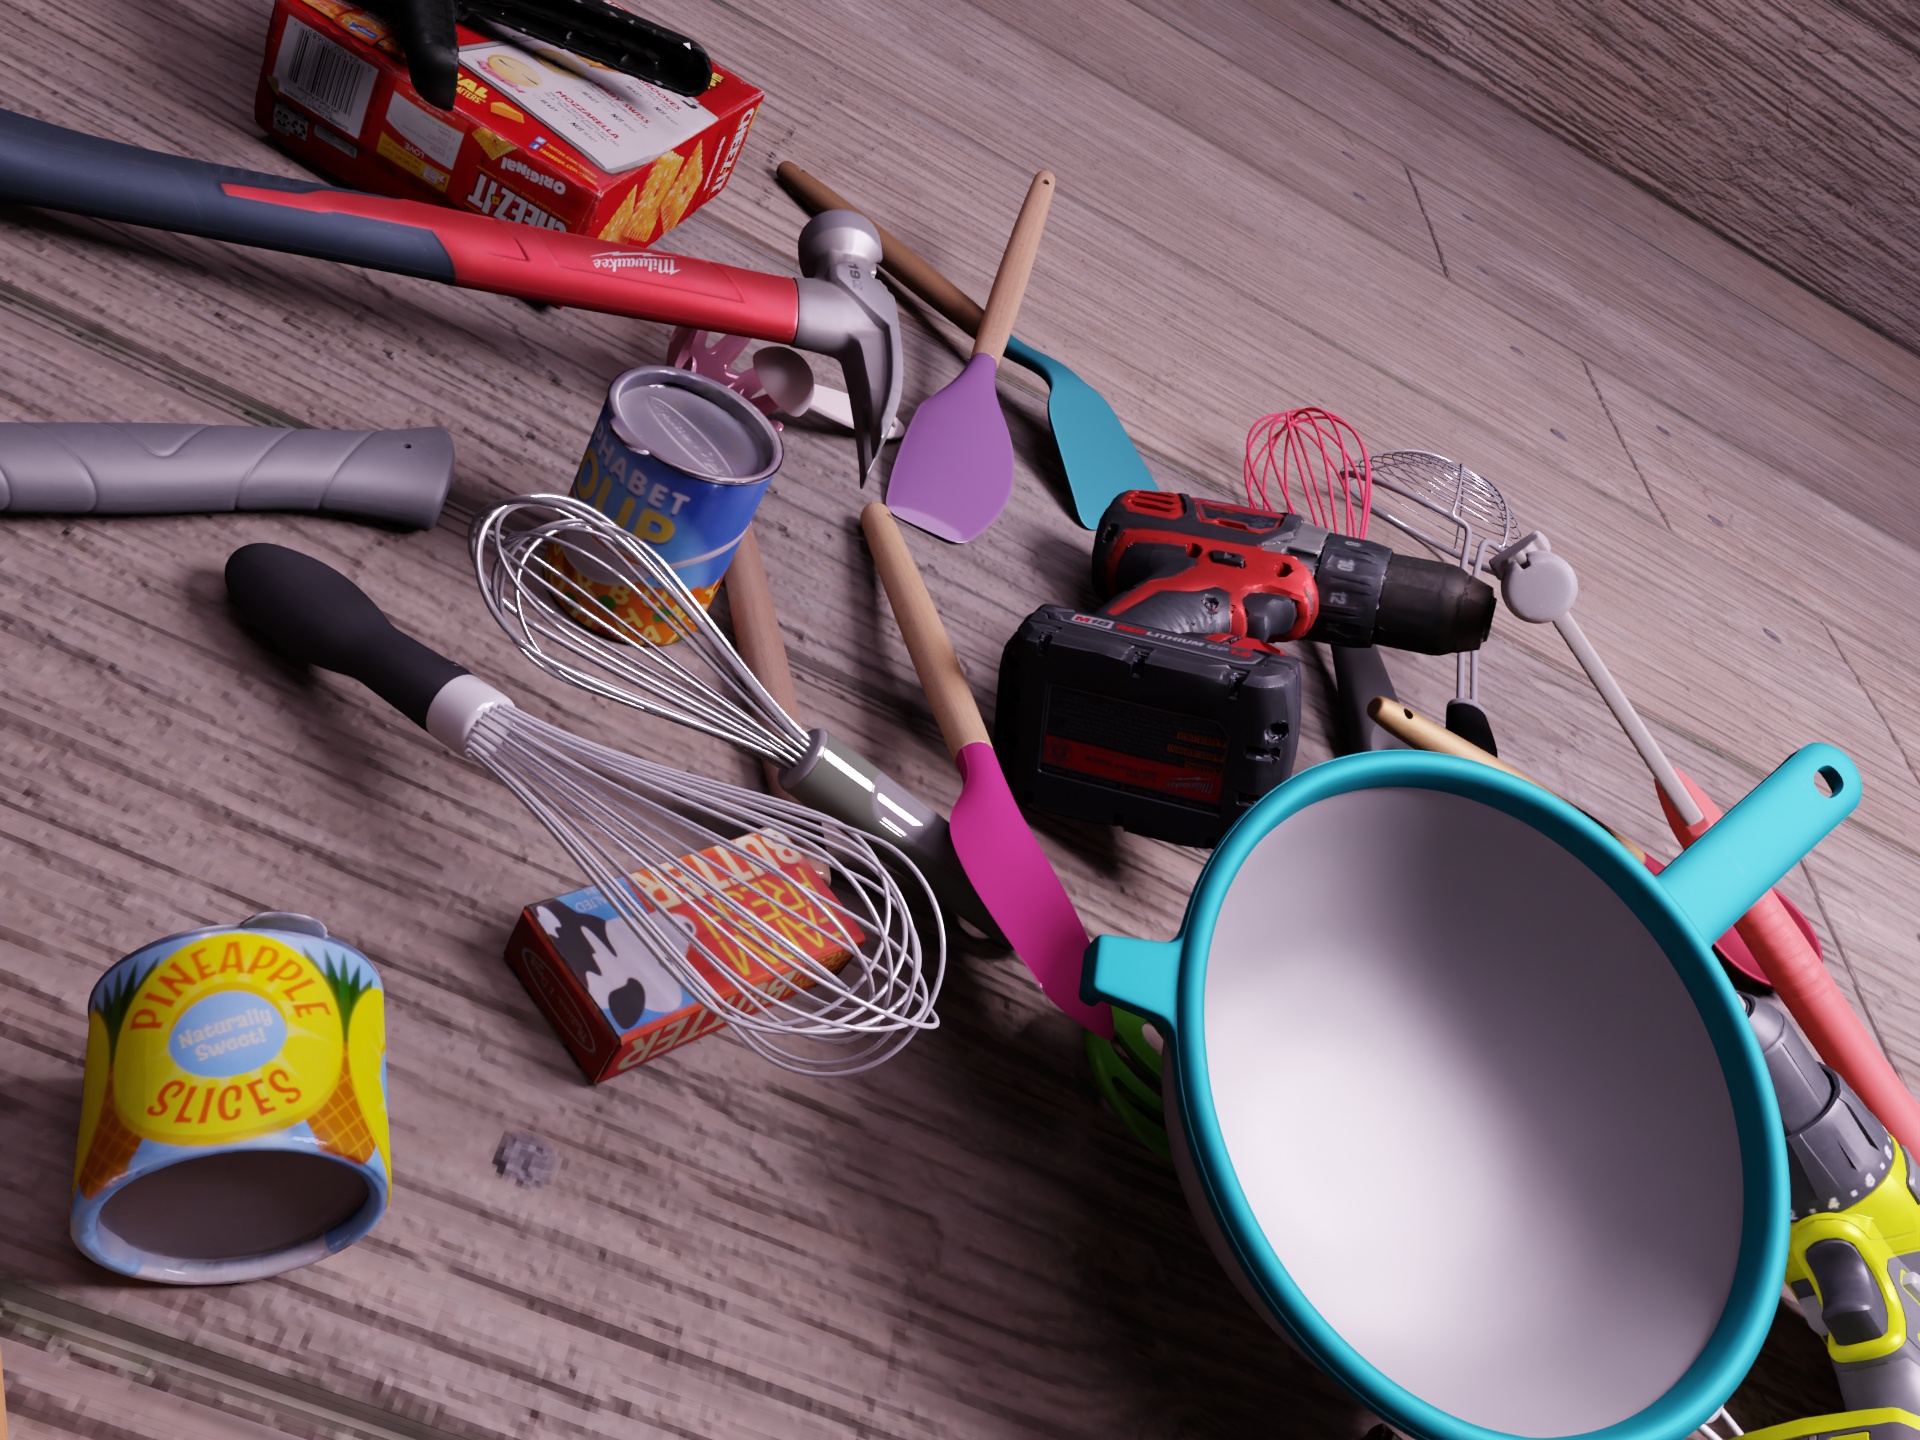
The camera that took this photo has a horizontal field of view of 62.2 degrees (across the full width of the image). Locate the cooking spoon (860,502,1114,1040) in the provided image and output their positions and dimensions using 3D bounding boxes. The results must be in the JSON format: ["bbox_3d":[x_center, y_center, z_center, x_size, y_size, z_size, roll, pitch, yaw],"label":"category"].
[{"bbox_3d":[-0.001,-0.002,0.609,0.068,0.017,0.319,40,17,-36],"label":"cooking spoon"}]

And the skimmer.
[{"bbox_3d":[0.260,-0.030,0.879,0.127,0.090,0.364,30,45,-13],"label":"skimmer"}]

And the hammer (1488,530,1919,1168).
[{"bbox_3d":[0.360,0.068,0.750,0.359,0.036,0.149,57,20,3],"label":"hammer"}]

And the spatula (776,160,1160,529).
[{"bbox_3d":[-0.005,-0.224,0.905,0.318,0.044,0.082,44,37,22],"label":"spatula"}]

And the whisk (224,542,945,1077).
[{"bbox_3d":[-0.122,0.015,0.474,0.285,0.070,0.070,30,33,21],"label":"whisk"}]

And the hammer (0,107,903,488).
[{"bbox_3d":[-0.211,-0.179,0.627,0.386,0.038,0.143,6,53,-20],"label":"hammer"}]

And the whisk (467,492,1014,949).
[{"bbox_3d":[-0.058,0.007,0.530,0.246,0.059,0.058,38,44,-24],"label":"whisk"}]

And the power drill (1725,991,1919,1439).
[{"bbox_3d":[0.303,0.216,0.535,0.190,0.080,0.228,55,32,-7],"label":"power drill"}]

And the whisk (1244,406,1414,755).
[{"bbox_3d":[0.203,-0.071,0.860,0.073,0.073,0.296,17,45,-22],"label":"whisk"}]

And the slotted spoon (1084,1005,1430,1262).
[{"bbox_3d":[0.162,0.195,0.540,0.314,0.031,0.070,40,43,5],"label":"slotted spoon"}]

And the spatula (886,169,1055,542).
[{"bbox_3d":[0.020,-0.206,0.855,0.059,0.018,0.316,23,50,-9],"label":"spatula"}]

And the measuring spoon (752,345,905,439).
[{"bbox_3d":[-0.055,-0.154,0.754,0.124,0.018,0.034,4,58,-61],"label":"measuring spoon"}]

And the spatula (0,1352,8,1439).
[{"bbox_3d":[-0.195,0.139,0.313,0.081,0.041,0.323,-1,47,-38],"label":"spatula"}]

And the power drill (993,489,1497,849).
[{"bbox_3d":[0.127,-0.032,0.689,0.188,0.080,0.227,13,30,17],"label":"power drill"}]

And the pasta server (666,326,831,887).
[{"bbox_3d":[-0.082,-0.064,0.642,0.060,0.040,0.317,33,29,-43],"label":"pasta server"}]

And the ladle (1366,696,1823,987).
[{"bbox_3d":[0.314,0.060,0.780,0.315,0.031,0.069,27,47,-24],"label":"ladle"}]

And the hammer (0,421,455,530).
[{"bbox_3d":[-0.339,-0.075,0.458,0.408,0.036,0.149,-8,52,-44],"label":"hammer"}]

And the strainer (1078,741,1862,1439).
[{"bbox_3d":[0.190,0.098,0.534,0.340,0.095,0.211,-27,77,-33],"label":"strainer"}]

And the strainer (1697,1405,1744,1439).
[{"bbox_3d":[0.218,0.143,0.582,0.086,0.050,0.259,6,63,-51],"label":"strainer"}]
